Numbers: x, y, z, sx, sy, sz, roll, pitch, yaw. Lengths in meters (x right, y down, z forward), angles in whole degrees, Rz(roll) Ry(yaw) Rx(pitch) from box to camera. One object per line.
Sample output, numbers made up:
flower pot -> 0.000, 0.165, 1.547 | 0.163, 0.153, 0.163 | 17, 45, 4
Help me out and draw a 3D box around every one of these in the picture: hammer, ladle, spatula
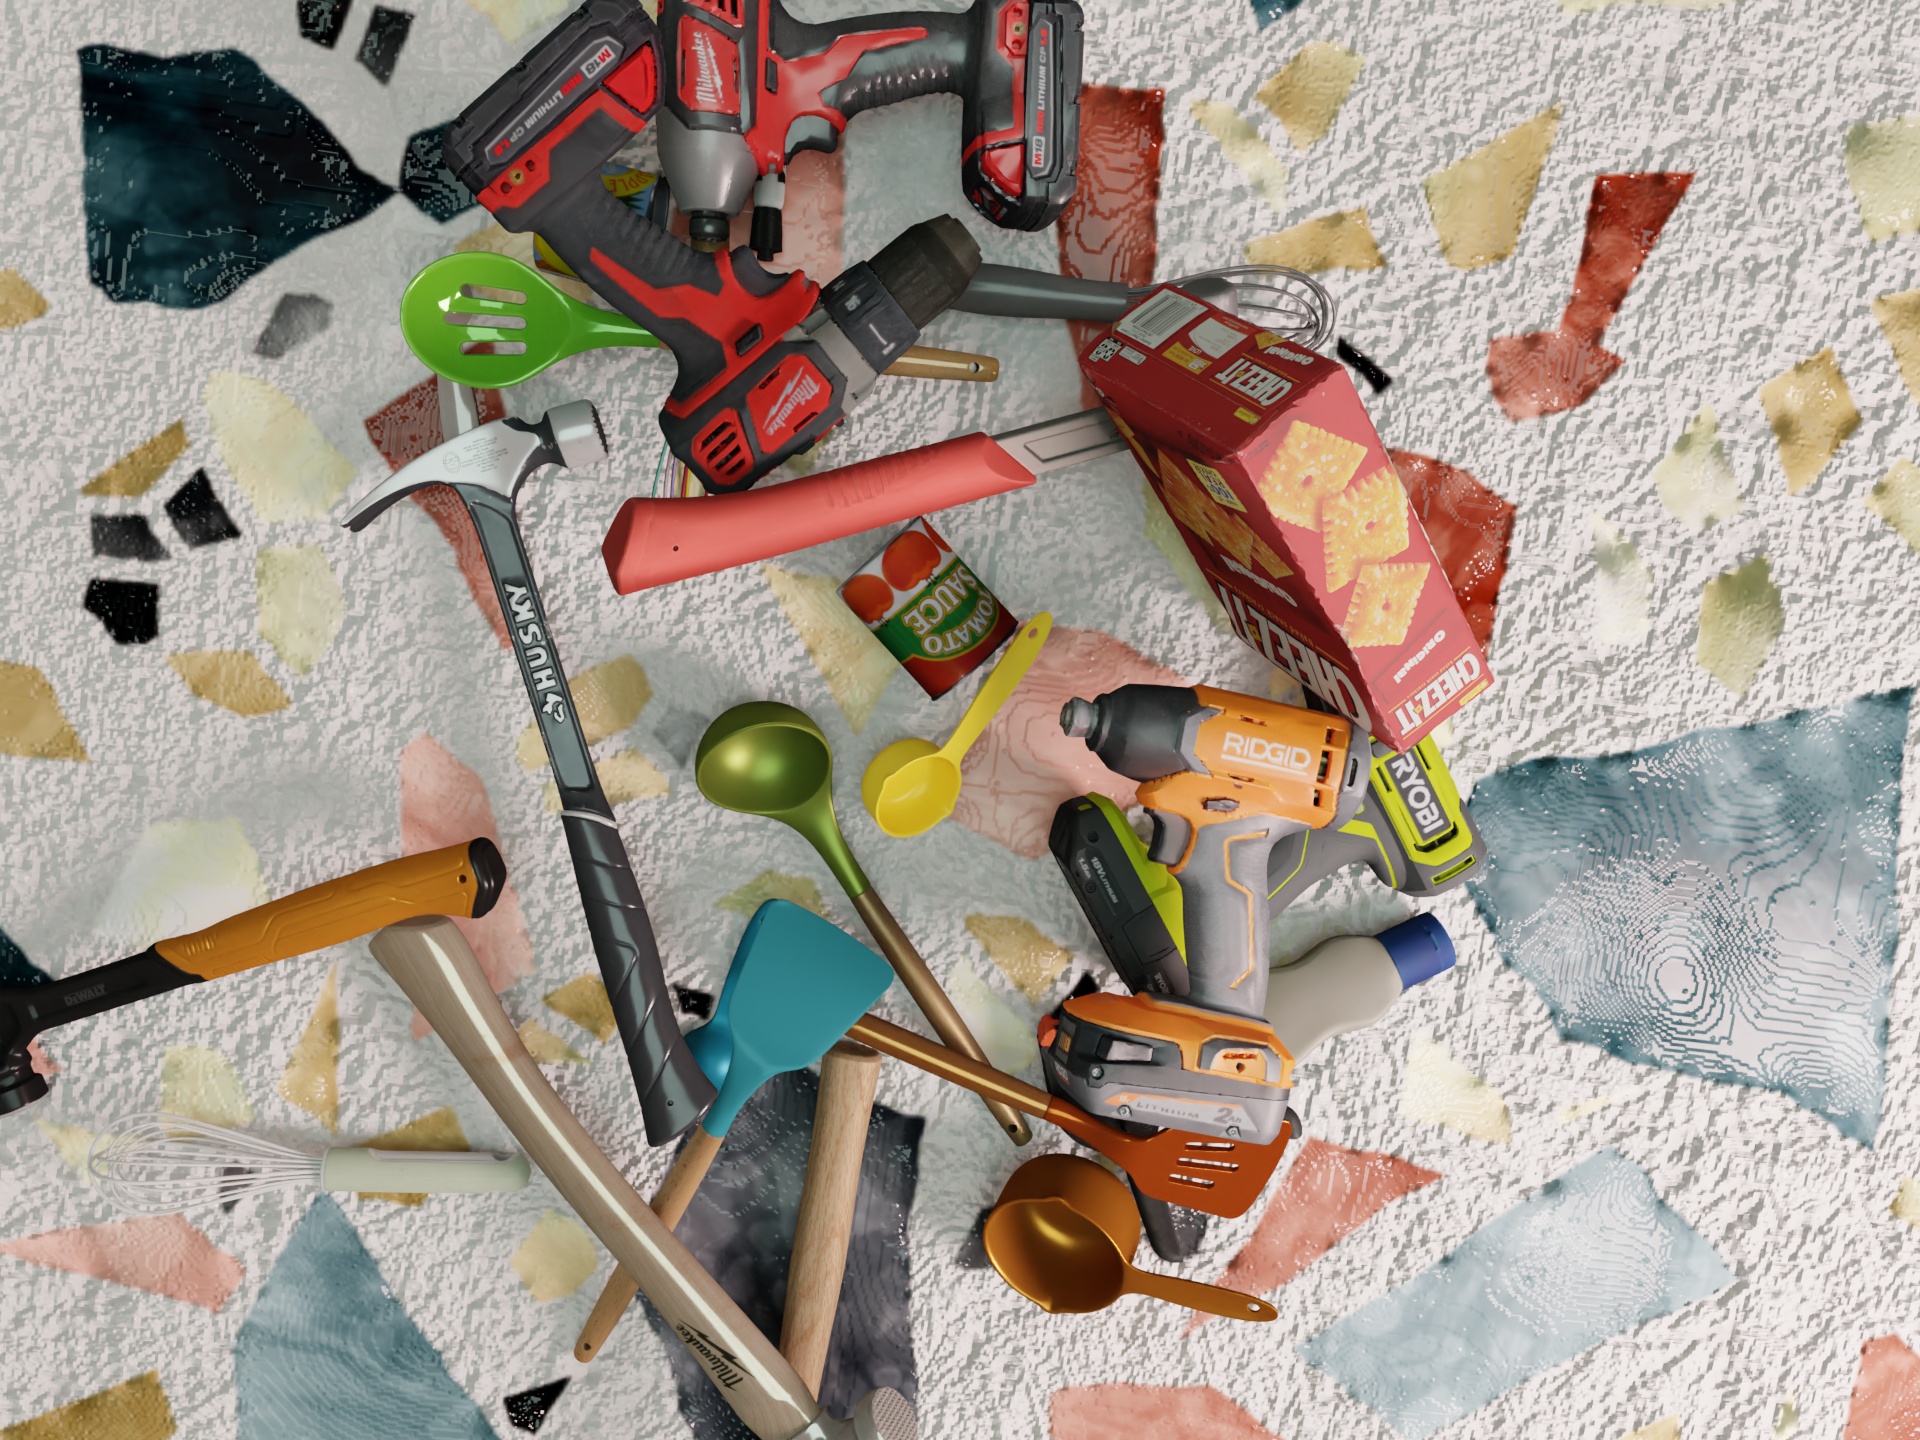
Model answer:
hammer -> -0.089, 0.357, 0.960 | 0.130, 0.031, 0.331 | 10, 96, -5
ladle -> -0.046, 0.126, 0.923 | 0.078, 0.062, 0.320 | -29, 101, 15
hammer -> -0.217, 0.037, 0.880 | 0.149, 0.036, 0.409 | -17, 91, -5
hammer -> -0.415, 0.120, 0.886 | 0.337, 0.034, 0.127 | -17, 98, 7
spatula -> 0.029, 0.209, 0.922 | 0.322, 0.041, 0.081 | 23, 117, 5
hammer -> -0.007, -0.120, 0.835 | 0.359, 0.037, 0.149 | -18, 122, -16
hammer -> -0.205, 0.284, 0.909 | 0.146, 0.038, 0.410 | -41, 87, 21
spatula -> -0.150, 0.254, 0.928 | 0.082, 0.044, 0.317 | 32, 107, 3

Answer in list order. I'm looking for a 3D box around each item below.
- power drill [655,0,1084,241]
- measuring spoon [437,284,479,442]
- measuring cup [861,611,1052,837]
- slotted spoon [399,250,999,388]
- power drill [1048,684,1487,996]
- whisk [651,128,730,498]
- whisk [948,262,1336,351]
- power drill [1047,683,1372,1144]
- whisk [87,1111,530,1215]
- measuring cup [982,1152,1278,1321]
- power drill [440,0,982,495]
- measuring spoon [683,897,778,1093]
power drill -> -0.051, -0.321, 0.843 | 0.219, 0.078, 0.143 | 2, 96, -9
measuring spoon -> -0.283, -0.188, 0.885 | 0.034, 0.018, 0.124 | -7, 98, -3
measuring cup -> -0.001, -0.003, 0.909 | 0.062, 0.029, 0.156 | 30, 99, -47
slotted spoon -> -0.135, -0.202, 0.851 | 0.313, 0.031, 0.070 | 4, 103, -7
power drill -> 0.171, 0.057, 0.919 | 0.223, 0.080, 0.171 | -29, 98, -3
whisk -> -0.143, -0.204, 0.884 | 0.051, 0.047, 0.245 | 2, 93, -4
whisk -> 0.091, -0.236, 0.890 | 0.239, 0.055, 0.055 | 5, 97, 0
power drill -> 0.114, 0.093, 0.837 | 0.164, 0.084, 0.226 | 13, 87, -10
whisk -> -0.376, 0.259, 0.923 | 0.246, 0.058, 0.059 | 4, 89, -9
measuring cup -> 0.102, 0.306, 0.927 | 0.174, 0.052, 0.095 | 10, 121, 16
power drill -> -0.117, -0.244, 0.786 | 0.188, 0.080, 0.226 | -38, 113, 7
measuring spoon -> -0.133, 0.165, 0.937 | 0.042, 0.021, 0.128 | 22, 97, -6
